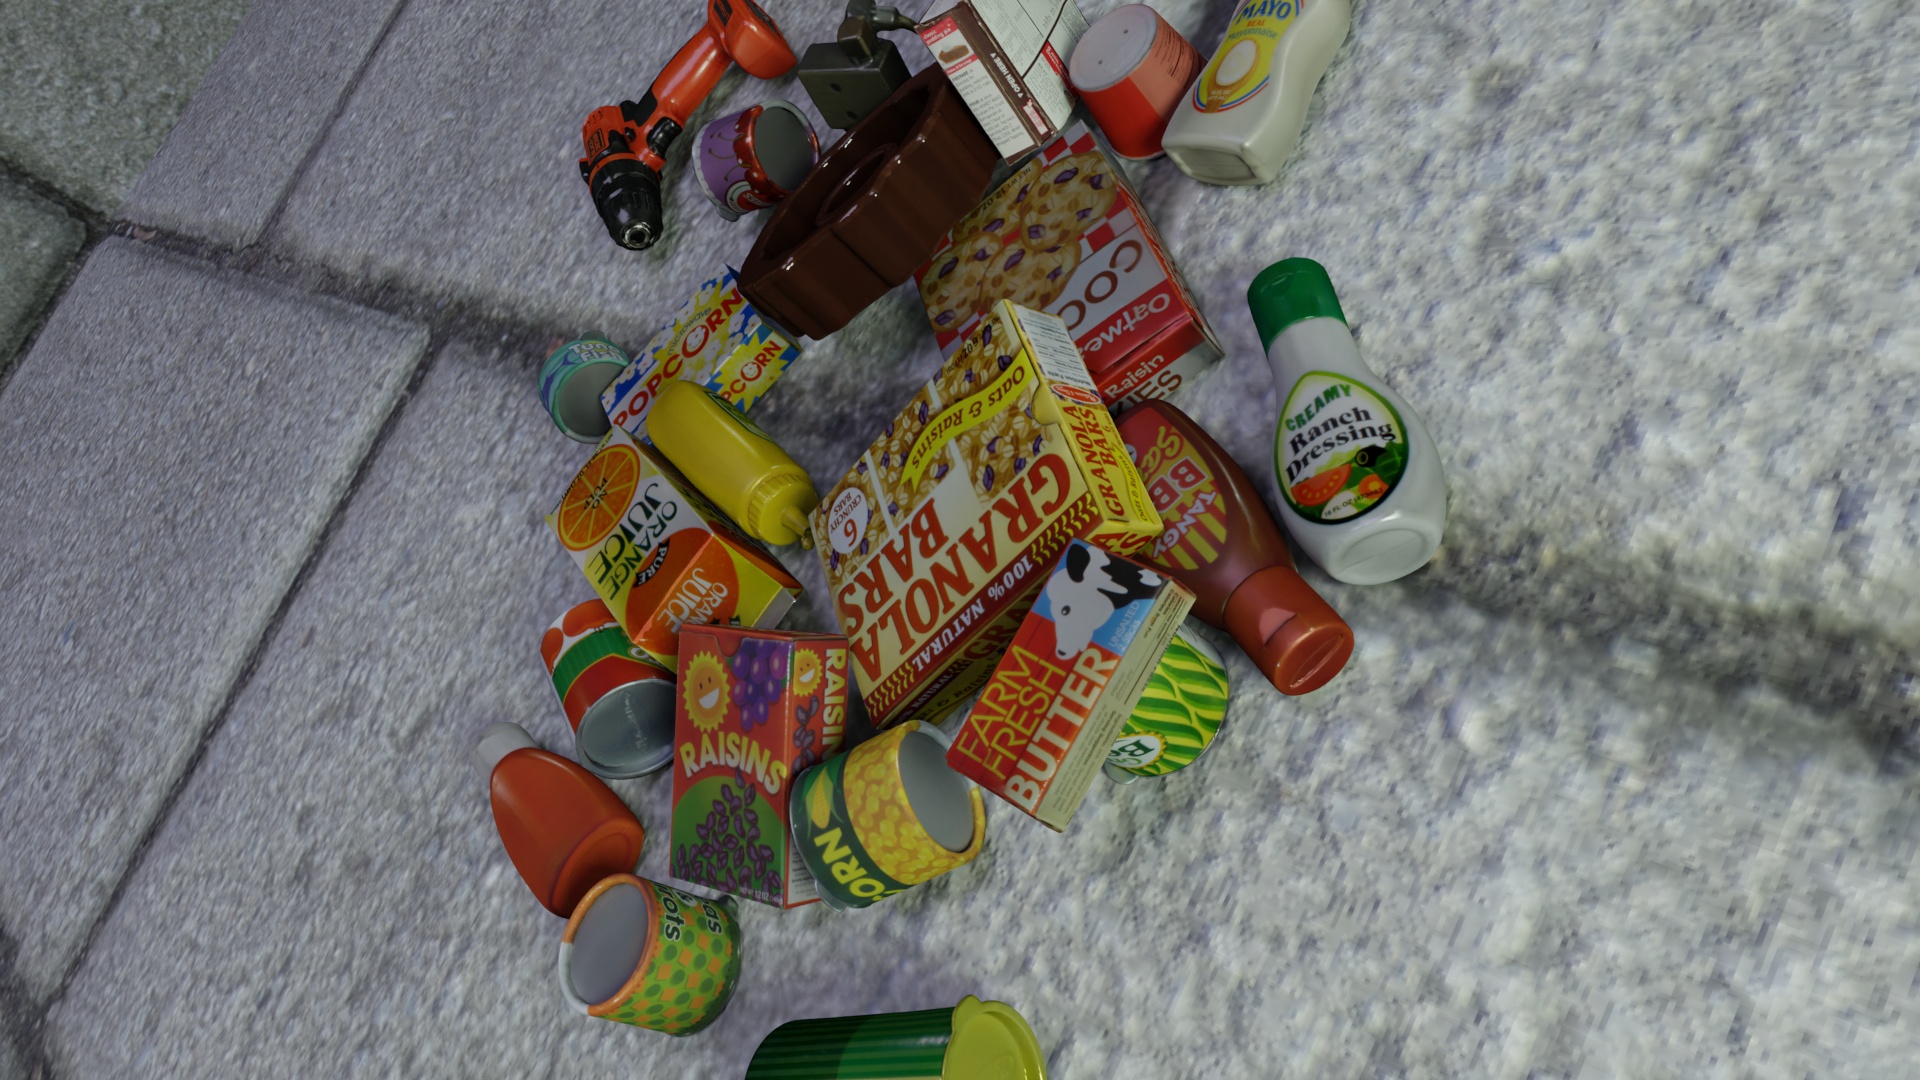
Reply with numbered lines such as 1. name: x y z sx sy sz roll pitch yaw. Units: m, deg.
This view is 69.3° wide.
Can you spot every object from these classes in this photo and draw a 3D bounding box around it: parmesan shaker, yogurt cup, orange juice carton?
1. parmesan shaker: -0.027 0.214 0.539 0.103 0.071 0.071 -17 54 34
2. yogurt cup: 0.094 -0.243 0.730 0.072 0.054 0.073 -21 53 31
3. orange juice carton: -0.154 0.015 0.771 0.072 0.073 0.193 -52 43 2

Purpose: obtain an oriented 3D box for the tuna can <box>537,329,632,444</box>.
1. tuna can: -0.244 -0.102 0.926 0.071 0.071 0.033 -50 45 5

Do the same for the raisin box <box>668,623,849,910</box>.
1. raisin box: -0.097 0.103 0.659 0.086 0.040 0.123 1 88 42

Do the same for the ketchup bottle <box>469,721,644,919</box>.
1. ketchup bottle: -0.233 0.148 0.778 0.149 0.043 0.065 29 84 47

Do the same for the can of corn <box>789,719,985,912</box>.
1. can of corn: -0.031 0.120 0.602 0.058 0.071 0.071 -29 49 25

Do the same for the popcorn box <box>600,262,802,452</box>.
1. popcorn box: -0.167 -0.105 0.883 0.126 0.038 0.085 -45 43 10

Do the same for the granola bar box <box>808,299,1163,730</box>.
1. granola bar box: 0.002 -0.008 0.629 0.164 0.039 0.124 -45 52 34

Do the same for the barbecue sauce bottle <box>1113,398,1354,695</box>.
1. barbecue sauce bottle: 0.104 0.003 0.575 0.064 0.043 0.149 -47 44 12

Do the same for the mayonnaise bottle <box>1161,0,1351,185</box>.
1. mayonnaise bottle: 0.157 -0.247 0.686 0.065 0.041 0.148 19 79 48

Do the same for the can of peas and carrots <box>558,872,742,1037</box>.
1. can of peas and carrots: -0.147 0.196 0.662 0.071 0.058 0.071 -21 53 31

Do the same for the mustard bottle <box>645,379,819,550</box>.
1. mustard bottle: -0.120 -0.037 0.785 0.049 0.065 0.160 -53 49 2

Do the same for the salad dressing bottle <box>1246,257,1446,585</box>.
1. salad dressing bottle: 0.152 -0.053 0.568 0.064 0.044 0.148 -28 49 24

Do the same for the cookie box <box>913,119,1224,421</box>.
1. cookie box: 0.047 -0.120 0.705 0.122 0.040 0.168 -35 46 19

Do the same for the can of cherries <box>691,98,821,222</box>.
1. can of cherries: -0.135 -0.254 0.931 0.058 0.071 0.072 -5 62 38

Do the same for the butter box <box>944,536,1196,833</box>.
1. butter box: 0.041 0.053 0.526 0.053 0.024 0.103 25 82 46

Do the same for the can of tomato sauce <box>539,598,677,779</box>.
1. can of tomato sauce: -0.188 0.079 0.767 0.071 0.071 0.083 -49 43 6

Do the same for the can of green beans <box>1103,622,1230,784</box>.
1. can of green beans: 0.067 0.056 0.564 0.071 0.057 0.071 -21 52 31
